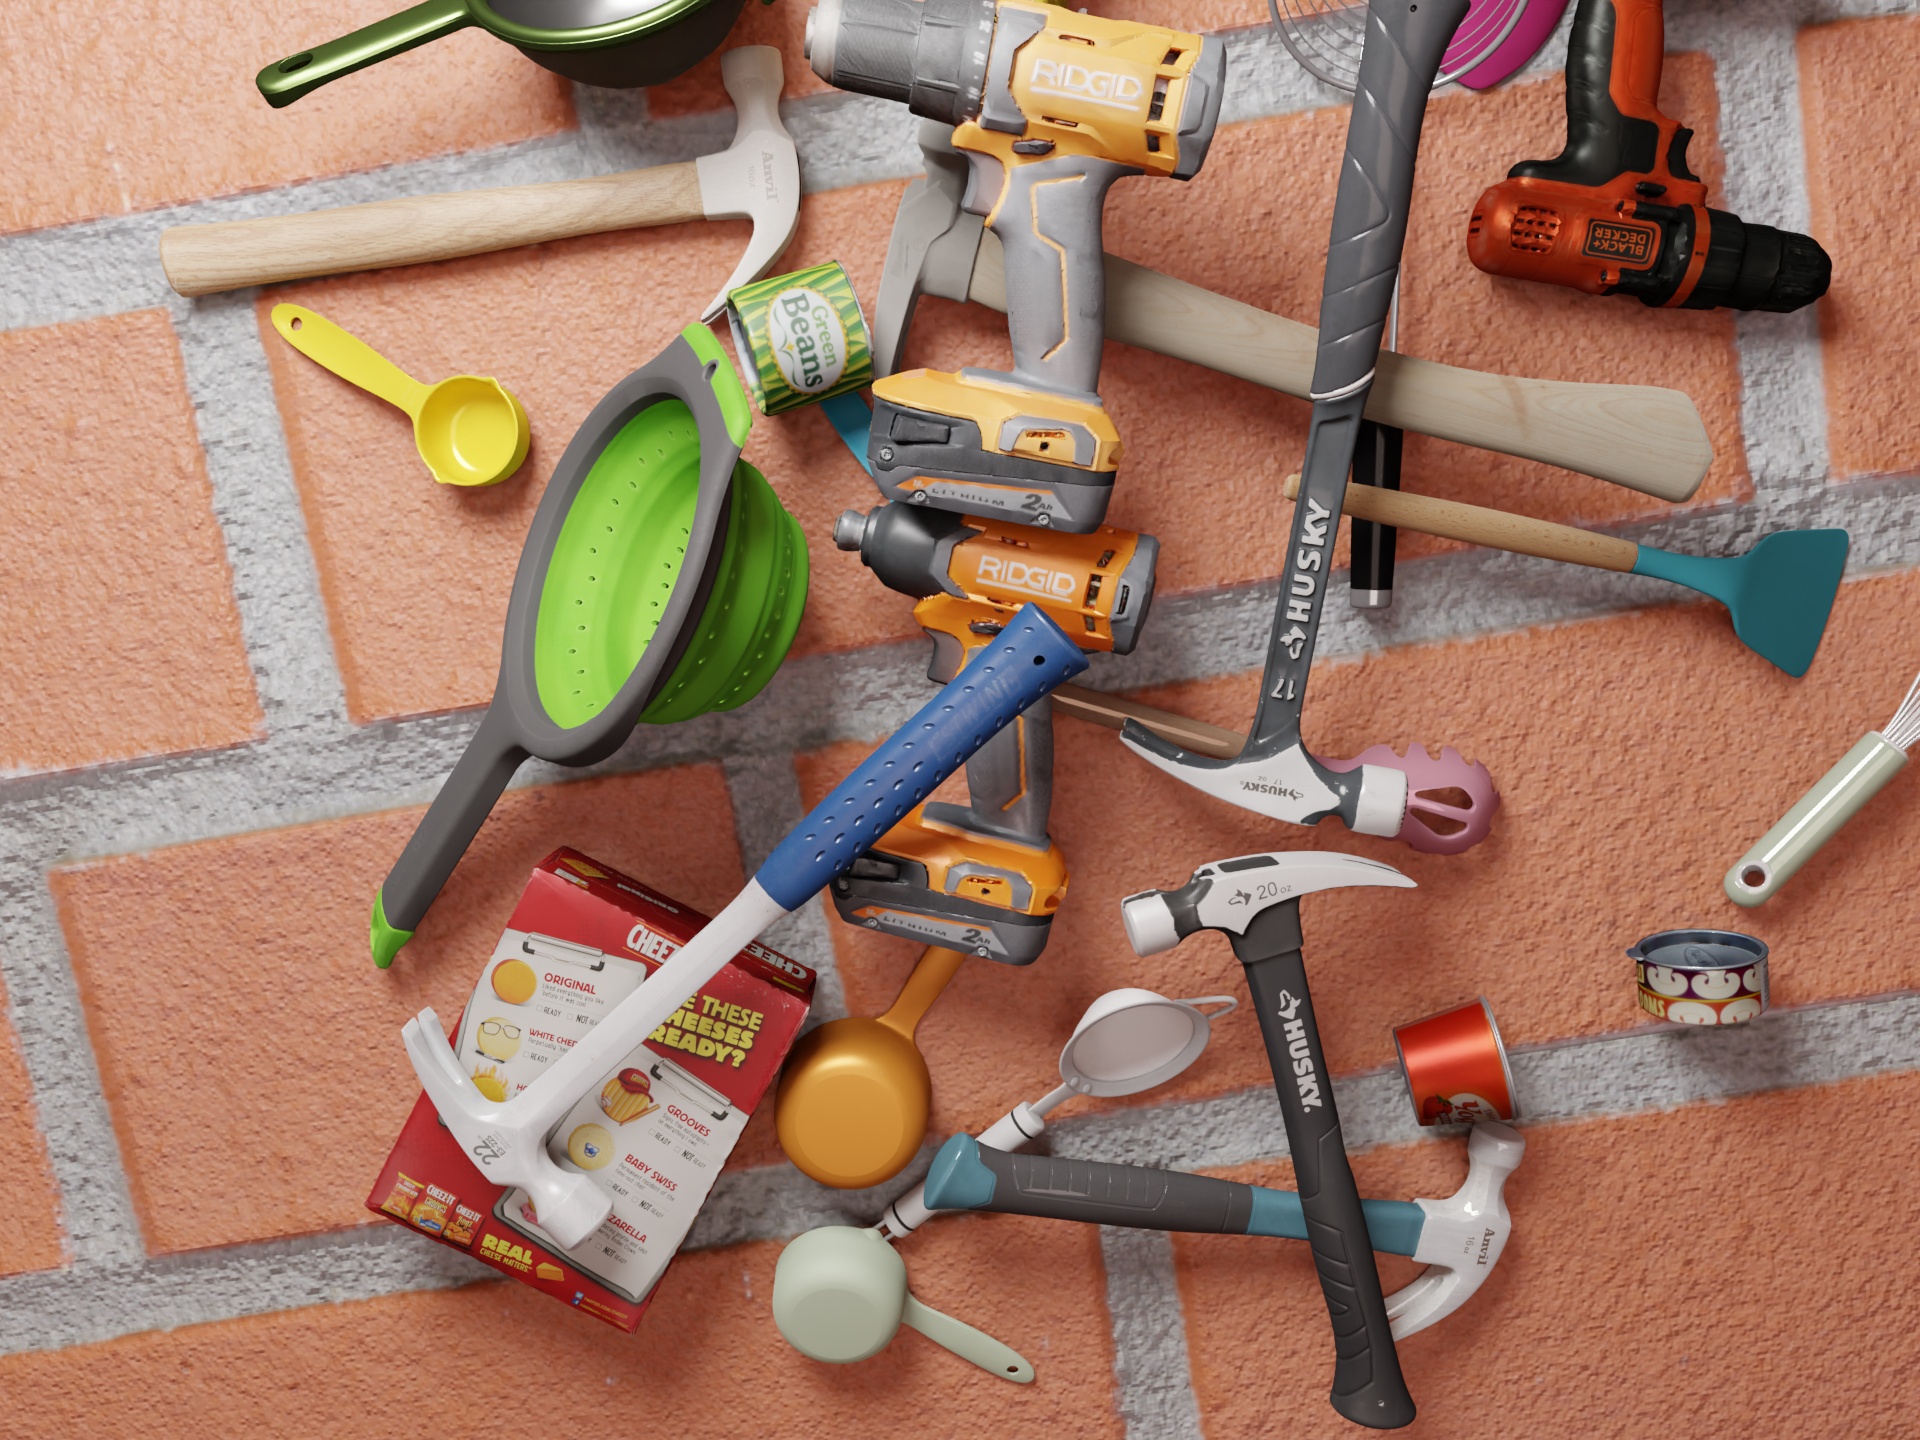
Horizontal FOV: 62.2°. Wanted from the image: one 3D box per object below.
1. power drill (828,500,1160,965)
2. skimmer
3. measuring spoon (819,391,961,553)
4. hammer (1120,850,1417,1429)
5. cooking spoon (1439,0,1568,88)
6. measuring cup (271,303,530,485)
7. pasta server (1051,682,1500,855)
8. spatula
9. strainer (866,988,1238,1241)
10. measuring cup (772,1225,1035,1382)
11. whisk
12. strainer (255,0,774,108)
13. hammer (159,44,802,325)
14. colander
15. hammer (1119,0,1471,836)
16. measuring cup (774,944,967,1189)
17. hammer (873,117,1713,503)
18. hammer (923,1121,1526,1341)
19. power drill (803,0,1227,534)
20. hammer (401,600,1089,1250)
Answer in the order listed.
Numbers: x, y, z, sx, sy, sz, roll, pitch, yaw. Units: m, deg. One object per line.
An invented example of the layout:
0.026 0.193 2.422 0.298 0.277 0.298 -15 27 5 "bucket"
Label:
-0.001 -0.003 0.821 0.164 0.084 0.226 14 104 4 "power drill"
0.212 -0.234 0.792 0.127 0.090 0.363 3 100 13 "skimmer"
-0.041 -0.137 0.849 0.042 0.021 0.128 -34 88 0 "measuring spoon"
0.195 0.227 0.844 0.146 0.035 0.334 -16 102 -3 "hammer"
0.332 -0.467 0.792 0.068 0.017 0.319 30 99 -4 "cooking spoon"
-0.295 -0.177 0.842 0.156 0.029 0.062 32 98 7 "measuring cup"
0.142 0.012 0.865 0.316 0.040 0.060 16 99 2 "pasta server"
0.318 -0.089 0.827 0.317 0.044 0.082 11 101 -5 "spatula"
0.042 0.216 0.888 0.258 0.050 0.086 -40 131 11 "strainer"
-0.030 0.349 0.904 0.167 0.038 0.083 30 111 -8 "measuring cup"
0.504 0.008 0.854 0.246 0.059 0.058 -49 59 11 "whisk"
-0.207 -0.333 0.773 0.256 0.069 0.152 -22 57 0 "strainer"
-0.246 -0.256 0.821 0.331 0.031 0.130 -8 98 2 "hammer"
-0.187 -0.008 0.827 0.094 0.205 0.397 19 119 -37 "colander"
0.174 -0.142 0.761 0.149 0.036 0.408 10 111 9 "hammer"
-0.038 0.180 0.875 0.095 0.052 0.173 32 99 -4 "measuring cup"
0.158 -0.172 0.790 0.410 0.038 0.146 18 111 5 "hammer"
0.145 0.268 0.880 0.331 0.033 0.128 9 100 -9 "hammer"
0.008 -0.214 0.732 0.185 0.084 0.226 10 109 -5 "power drill"
-0.104 0.088 0.786 0.405 0.035 0.144 -43 96 10 "hammer"
